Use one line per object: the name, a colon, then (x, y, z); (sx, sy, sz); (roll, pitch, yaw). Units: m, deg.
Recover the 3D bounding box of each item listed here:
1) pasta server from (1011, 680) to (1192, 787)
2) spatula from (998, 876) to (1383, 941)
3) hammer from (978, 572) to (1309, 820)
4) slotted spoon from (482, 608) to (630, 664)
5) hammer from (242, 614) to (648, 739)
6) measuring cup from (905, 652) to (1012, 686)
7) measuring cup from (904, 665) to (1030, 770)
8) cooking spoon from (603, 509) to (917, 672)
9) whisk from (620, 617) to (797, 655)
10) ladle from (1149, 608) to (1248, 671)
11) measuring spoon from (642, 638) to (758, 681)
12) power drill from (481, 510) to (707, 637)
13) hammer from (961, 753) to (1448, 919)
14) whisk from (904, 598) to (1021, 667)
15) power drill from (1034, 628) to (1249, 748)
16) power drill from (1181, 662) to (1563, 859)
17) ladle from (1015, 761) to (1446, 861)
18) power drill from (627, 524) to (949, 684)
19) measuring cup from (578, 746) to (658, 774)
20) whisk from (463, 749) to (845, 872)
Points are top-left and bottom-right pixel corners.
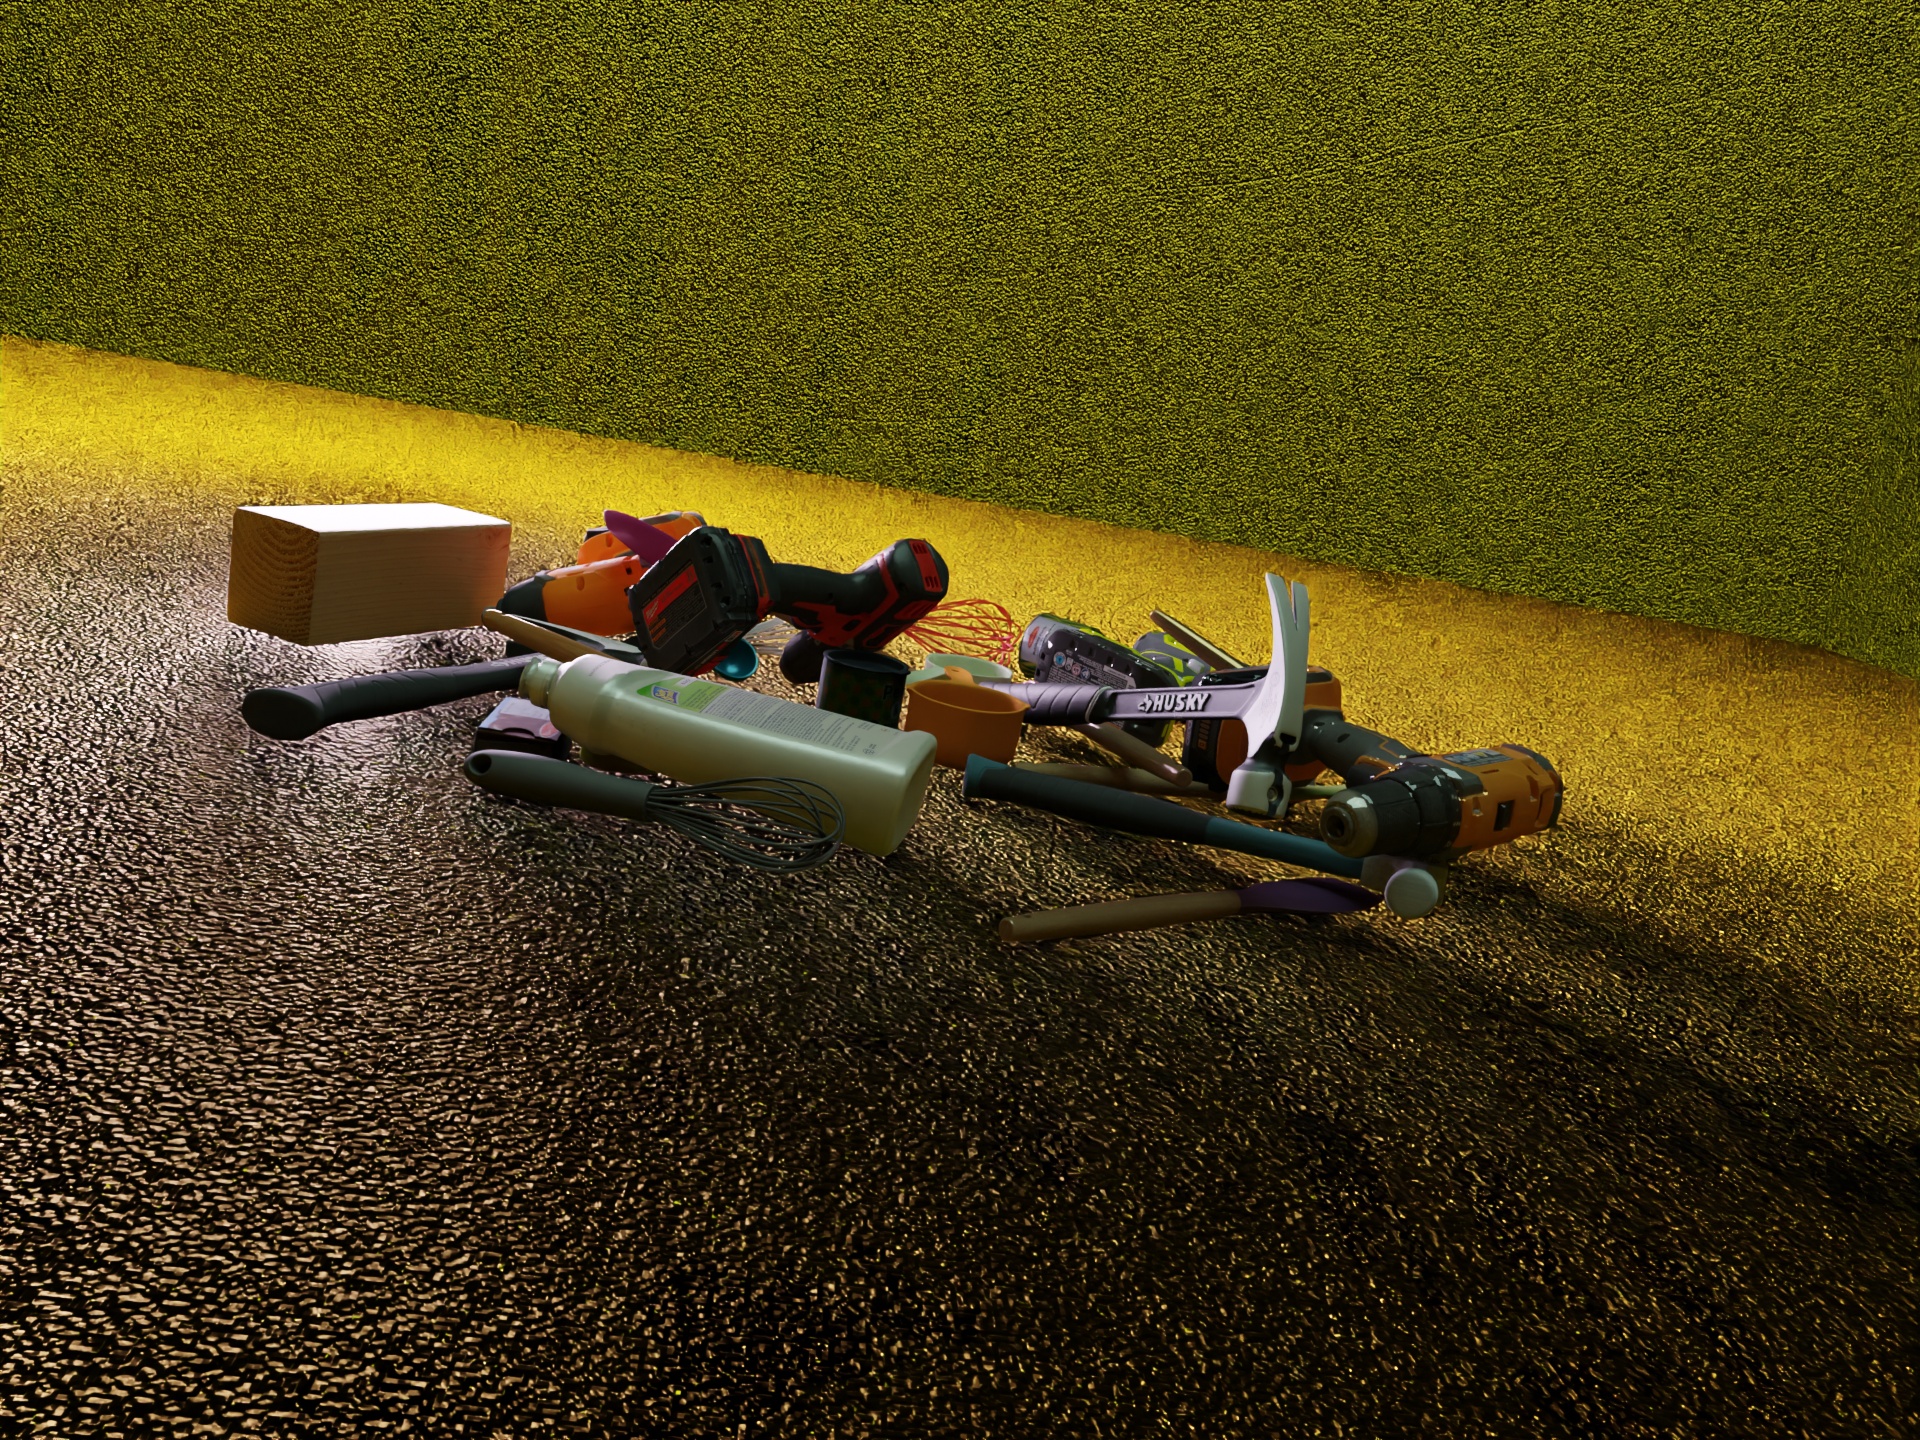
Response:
pasta server: (0.098, 0.012, 1.213); (0.060, 0.040, 0.316); (4, 11, -20)
spatula: (0.145, 0.110, 0.939); (0.315, 0.018, 0.060); (0, 14, -40)
hammer: (0.109, -0.016, 1.121); (0.036, 0.149, 0.409); (16, -6, -25)
slotted spoon: (-0.205, -0.019, 1.094); (0.314, 0.031, 0.070); (23, 10, 19)
hammer: (-0.350, -0.028, 1.102); (0.146, 0.035, 0.334); (17, 15, 23)
measuring cup: (-0.019, -0.024, 1.333); (0.083, 0.038, 0.167); (18, 17, 29)
measuring cup: (-0.002, -0.004, 1.231); (0.095, 0.052, 0.174); (9, 12, -7)
cooking spoon: (-0.160, -0.099, 1.339); (0.318, 0.017, 0.069); (27, 23, -32)
whisk: (-0.176, -0.071, 1.376); (0.284, 0.070, 0.070); (-9, 23, -44)
ladle: (0.280, -0.006, 1.329); (0.316, 0.031, 0.069); (38, 22, 26)
measuring spoon: (-0.227, -0.043, 1.292); (0.128, 0.021, 0.042); (-7, 64, -31)
power drill: (-0.308, -0.119, 1.383); (0.164, 0.084, 0.226); (-10, 15, 7)
hammer: (0.150, 0.069, 1.043); (0.331, 0.033, 0.128); (12, 8, 22)
whisk: (-0.043, -0.086, 1.419); (0.073, 0.073, 0.295); (22, 8, 39)
power drill: (0.192, -0.024, 1.410); (0.191, 0.080, 0.228); (27, 18, 36)
power drill: (0.242, 0.030, 1.028); (0.185, 0.084, 0.226); (-7, 21, -36)
ladle: (0.198, 0.062, 1.157); (0.320, 0.062, 0.078); (5, 8, 5)
power drill: (-0.140, -0.078, 1.229); (0.226, 0.080, 0.188); (-4, -22, -45)
measuring cup: (-0.211, 0.003, 1.084); (0.062, 0.029, 0.156); (12, 15, 4)
whisk: (-0.178, 0.044, 0.911); (0.239, 0.055, 0.055); (10, 13, 14)
